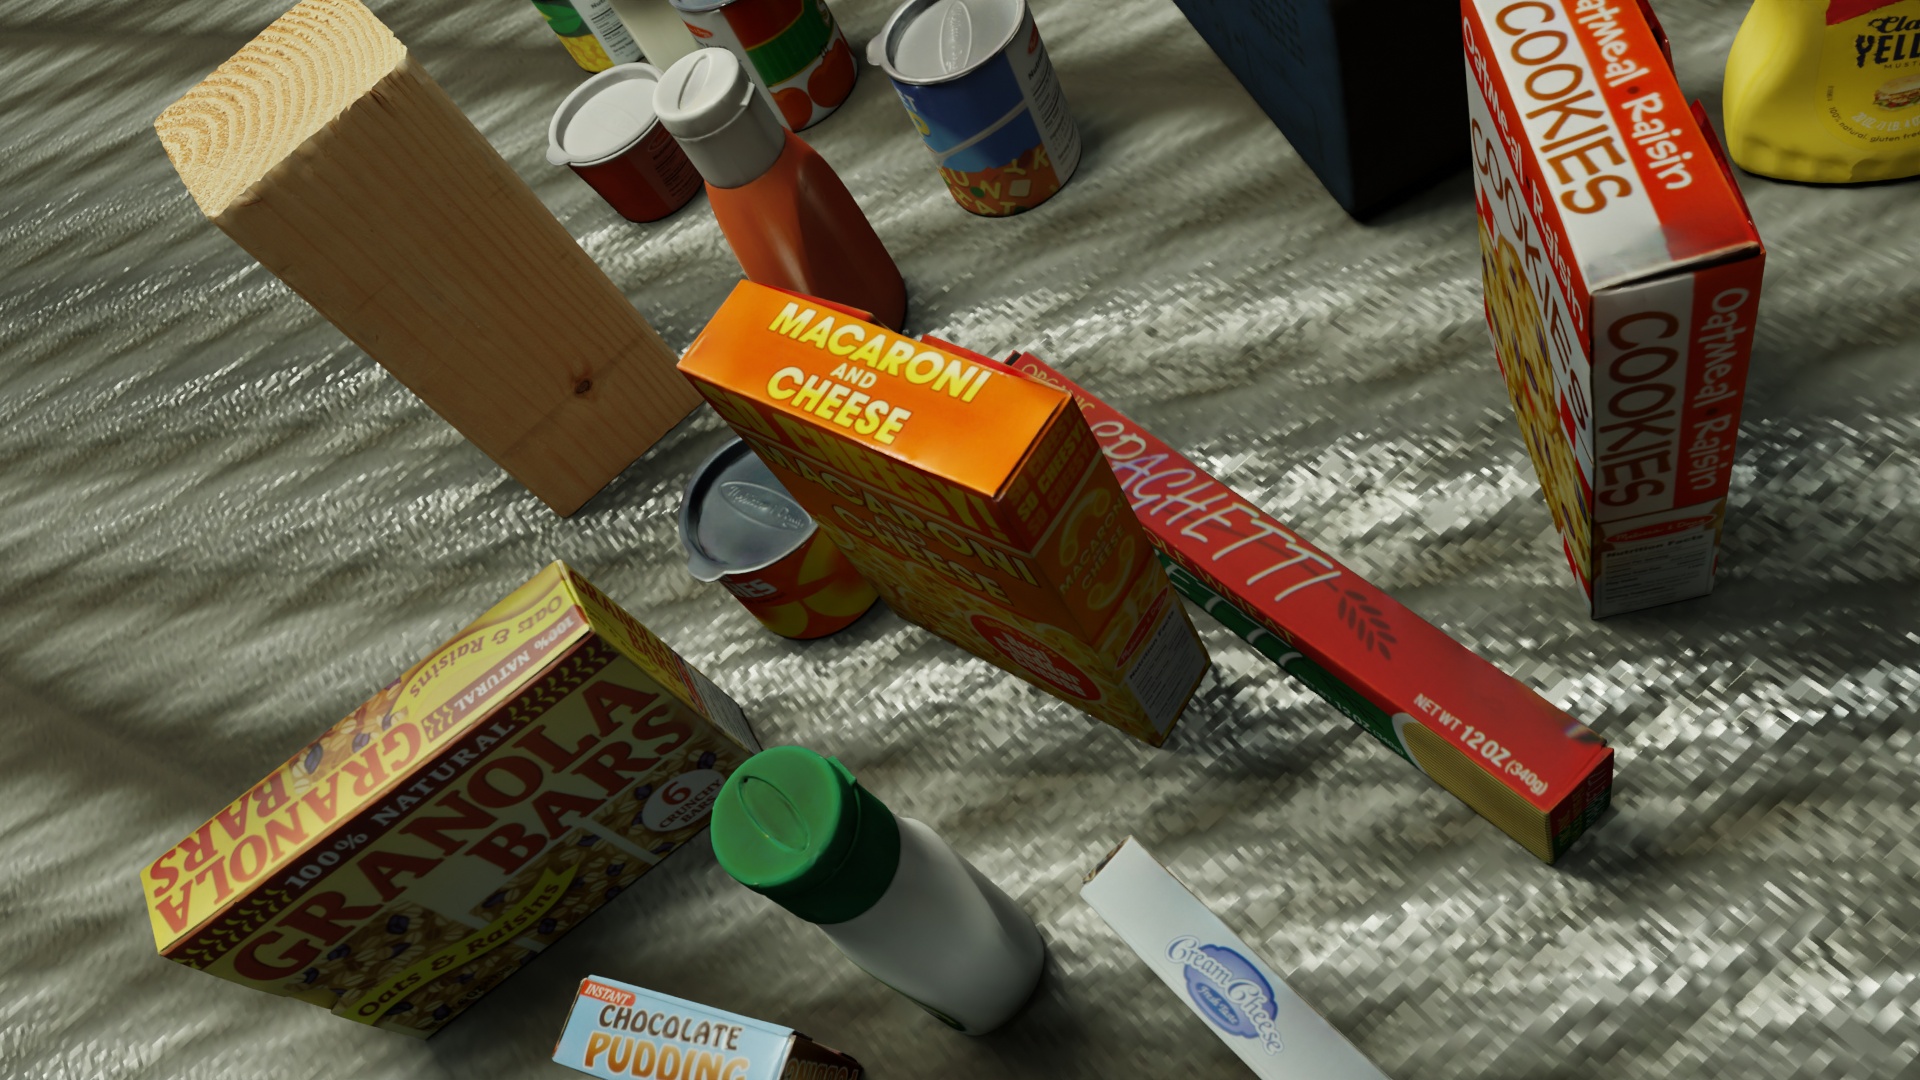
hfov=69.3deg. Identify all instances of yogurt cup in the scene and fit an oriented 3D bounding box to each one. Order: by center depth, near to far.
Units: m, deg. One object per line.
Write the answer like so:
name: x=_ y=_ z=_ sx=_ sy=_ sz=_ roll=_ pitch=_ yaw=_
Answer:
yogurt cup: x=-0.166 y=-0.200 z=0.709 sx=0.072 sy=0.053 sz=0.073 roll=-11 pitch=56 yaw=17

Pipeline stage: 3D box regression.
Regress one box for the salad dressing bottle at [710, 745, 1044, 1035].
salad dressing bottle: x=-0.020 y=0.101 z=0.397 sx=0.044 sy=0.147 sz=0.064 roll=-46 pitch=53 yaw=-8

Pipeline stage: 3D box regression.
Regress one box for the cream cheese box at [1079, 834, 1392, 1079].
cream cheese box: x=0.082 y=0.132 z=0.392 sx=0.024 sy=0.053 sz=0.104 roll=-45 pitch=53 yaw=-7

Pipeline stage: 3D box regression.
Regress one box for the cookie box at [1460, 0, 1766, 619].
cookie box: x=0.184 y=-0.070 z=0.403 sx=0.040 sy=0.167 sz=0.123 roll=-14 pitch=56 yaw=15

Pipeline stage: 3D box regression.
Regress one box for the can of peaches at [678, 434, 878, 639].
can of peaches: x=-0.067 y=-0.001 z=0.538 sx=0.071 sy=0.058 sz=0.071 roll=-11 pitch=56 yaw=17

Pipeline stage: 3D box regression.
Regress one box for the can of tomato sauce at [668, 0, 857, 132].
can of tomato sauce: x=-0.096 y=-0.258 z=0.696 sx=0.071 sy=0.083 sz=0.071 roll=-11 pitch=56 yaw=17

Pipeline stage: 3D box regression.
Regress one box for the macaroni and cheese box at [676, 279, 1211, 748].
macaroni and cheese box: x=0.002 y=-0.006 z=0.443 sx=0.124 sy=0.166 sz=0.040 roll=24 pitch=72 yaw=33

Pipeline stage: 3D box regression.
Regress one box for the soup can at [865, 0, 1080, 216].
soup can: x=0.008 y=-0.194 z=0.610 sx=0.071 sy=0.083 sz=0.071 roll=-11 pitch=56 yaw=17

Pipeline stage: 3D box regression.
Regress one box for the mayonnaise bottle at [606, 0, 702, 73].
mayonnaise bottle: x=-0.166 y=-0.296 z=0.709 sx=0.041 sy=0.147 sz=0.065 roll=-18 pitch=55 yaw=13

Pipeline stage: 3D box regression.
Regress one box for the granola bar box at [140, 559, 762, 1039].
granola bar box: x=-0.163 y=0.096 z=0.478 sx=0.165 sy=0.123 sz=0.039 roll=-37 pitch=53 yaw=-2

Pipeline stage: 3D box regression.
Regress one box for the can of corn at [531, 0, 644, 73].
can of corn: x=-0.209 y=-0.313 z=0.795 sx=0.071 sy=0.058 sz=0.071 roll=-11 pitch=56 yaw=17

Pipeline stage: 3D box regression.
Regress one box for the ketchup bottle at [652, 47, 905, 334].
ketchup bottle: x=-0.070 y=-0.131 z=0.564 sx=0.043 sy=0.148 sz=0.065 roll=1 pitch=61 yaw=24

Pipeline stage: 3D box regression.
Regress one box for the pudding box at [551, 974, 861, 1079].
pudding box: x=-0.081 y=0.166 z=0.444 sx=0.084 sy=0.049 sz=0.030 roll=5 pitch=63 yaw=26

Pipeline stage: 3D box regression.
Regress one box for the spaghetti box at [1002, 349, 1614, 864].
spaghetti box: x=0.097 y=0.012 z=0.463 sx=0.029 sy=0.050 sz=0.251 roll=-45 pitch=53 yaw=-7
